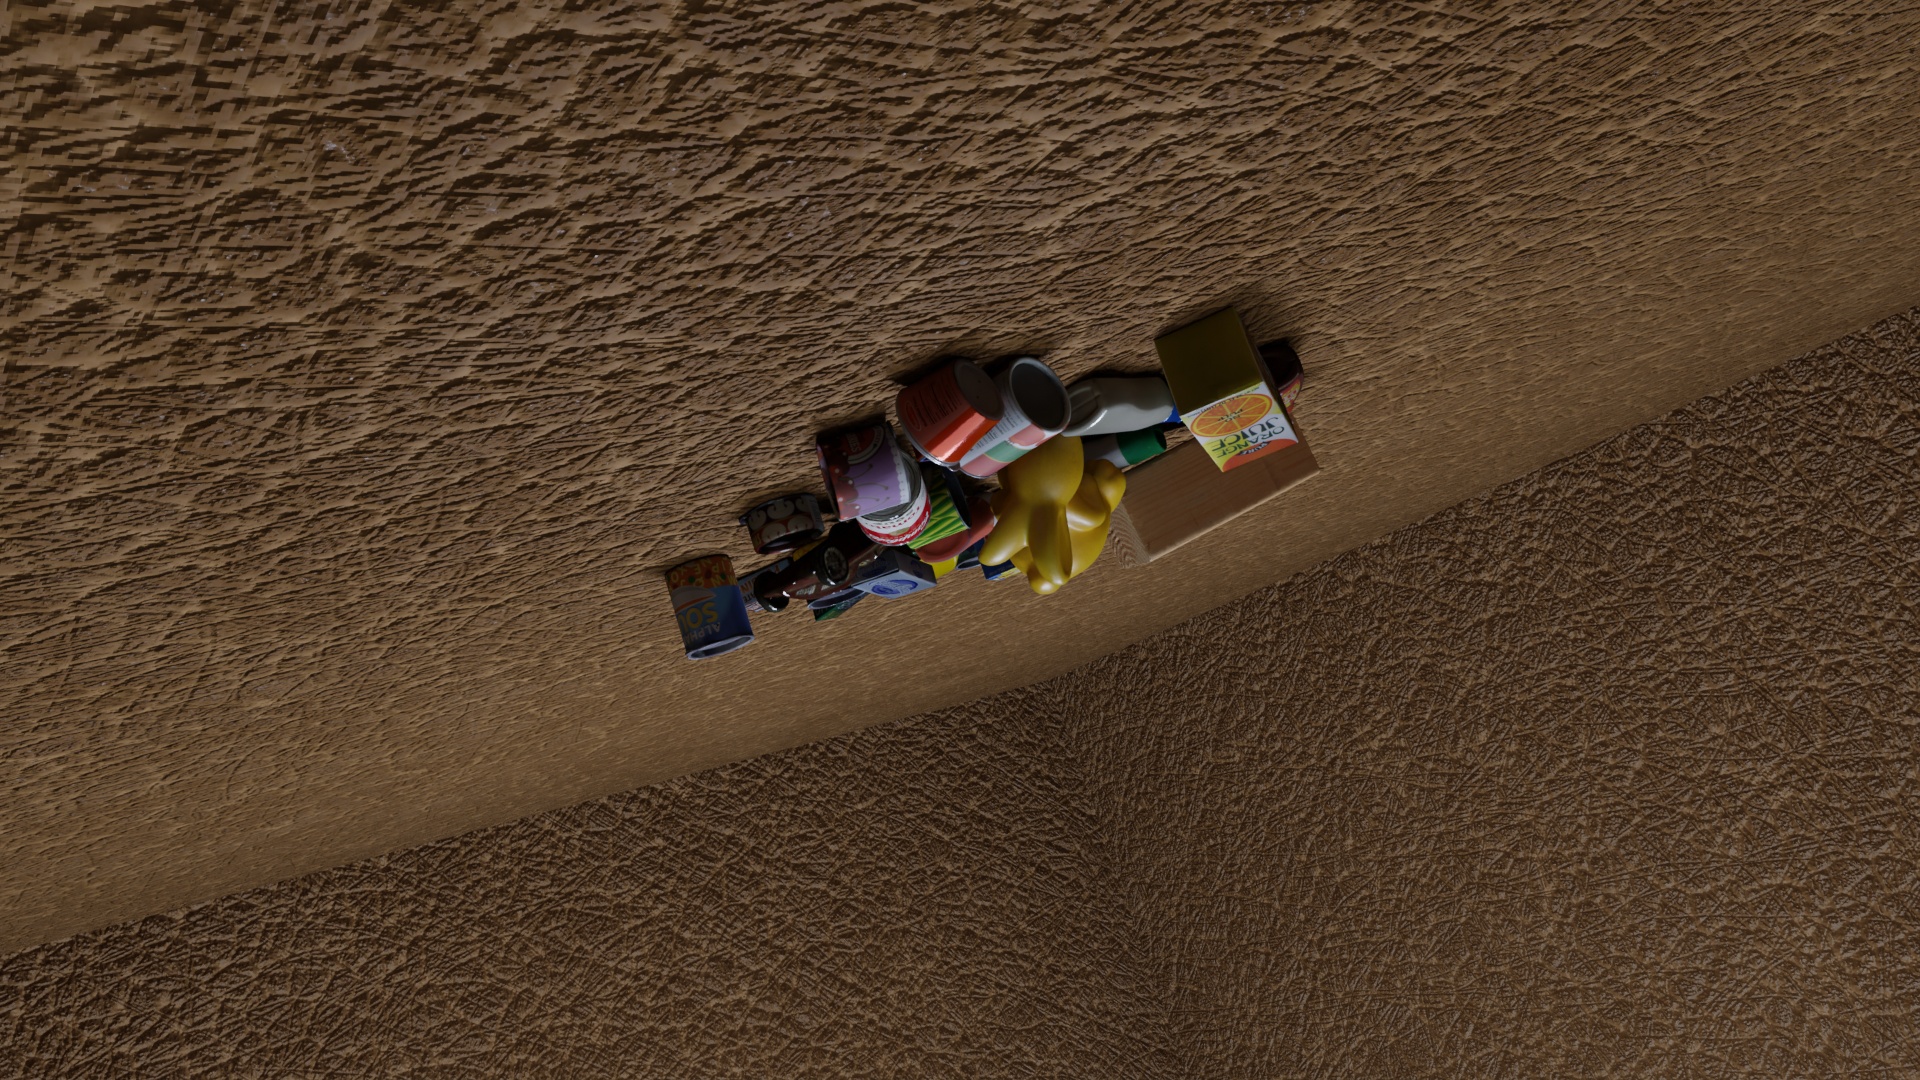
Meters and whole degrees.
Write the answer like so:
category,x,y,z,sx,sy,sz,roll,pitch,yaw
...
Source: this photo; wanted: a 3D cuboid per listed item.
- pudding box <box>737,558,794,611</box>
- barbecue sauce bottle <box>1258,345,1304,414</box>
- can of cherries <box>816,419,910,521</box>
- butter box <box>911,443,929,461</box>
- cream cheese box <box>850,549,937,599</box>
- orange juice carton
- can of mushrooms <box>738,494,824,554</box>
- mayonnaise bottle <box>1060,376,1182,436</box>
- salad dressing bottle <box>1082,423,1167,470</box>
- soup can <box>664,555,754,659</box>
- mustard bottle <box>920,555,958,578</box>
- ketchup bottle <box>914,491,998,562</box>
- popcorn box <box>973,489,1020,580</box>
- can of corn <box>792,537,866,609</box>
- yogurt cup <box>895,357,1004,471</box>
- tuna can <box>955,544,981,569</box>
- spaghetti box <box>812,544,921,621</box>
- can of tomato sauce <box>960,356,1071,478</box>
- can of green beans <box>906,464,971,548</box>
category,x,y,z,sx,sy,sz,roll,pitch,yaw
pudding box,-0.199,0.047,1.461,0.083,0.030,0.050,-23,169,20
barbecue sauce bottle,0.293,-0.145,1.311,0.065,0.044,0.148,-21,169,13
can of cherries,-0.076,-0.056,1.081,0.058,0.071,0.071,-16,168,-10
butter box,0.015,-0.091,1.157,0.104,0.024,0.053,-11,166,-36
cream cheese box,-0.067,0.035,1.379,0.053,0.024,0.104,-19,165,16
orange juice carton,0.231,-0.117,1.177,0.071,0.073,0.192,-22,157,17
can of mushrooms,-0.157,-0.013,1.228,0.071,0.033,0.071,-19,170,-3
mayonnaise bottle,0.148,-0.119,1.209,0.148,0.041,0.064,-9,165,-45
salad dressing bottle,0.130,-0.076,1.372,0.147,0.044,0.064,-24,173,24
soup can,-0.243,0.064,1.329,0.071,0.084,0.071,-18,168,-4
mustard bottle,-0.032,0.006,1.493,0.065,0.049,0.159,-17,168,-12
ketchup bottle,0.005,-0.017,1.368,0.064,0.043,0.149,-27,-178,22
popcorn box,0.074,-0.019,1.450,0.126,0.085,0.038,-23,169,19
can of corn,-0.131,0.031,1.421,0.071,0.058,0.071,-18,169,-4
yogurt cup,-0.005,-0.095,1.005,0.053,0.072,0.072,-35,162,29
tuna can,0.022,0.007,1.628,0.071,0.033,0.071,-18,169,-4
spaghetti box,-0.101,0.028,1.481,0.029,0.050,0.249,-9,166,-33
can of tomato sauce,0.035,-0.095,1.065,0.071,0.071,0.082,-7,163,-45
can of green beans,-0.029,-0.032,1.263,0.058,0.071,0.071,-20,169,10
